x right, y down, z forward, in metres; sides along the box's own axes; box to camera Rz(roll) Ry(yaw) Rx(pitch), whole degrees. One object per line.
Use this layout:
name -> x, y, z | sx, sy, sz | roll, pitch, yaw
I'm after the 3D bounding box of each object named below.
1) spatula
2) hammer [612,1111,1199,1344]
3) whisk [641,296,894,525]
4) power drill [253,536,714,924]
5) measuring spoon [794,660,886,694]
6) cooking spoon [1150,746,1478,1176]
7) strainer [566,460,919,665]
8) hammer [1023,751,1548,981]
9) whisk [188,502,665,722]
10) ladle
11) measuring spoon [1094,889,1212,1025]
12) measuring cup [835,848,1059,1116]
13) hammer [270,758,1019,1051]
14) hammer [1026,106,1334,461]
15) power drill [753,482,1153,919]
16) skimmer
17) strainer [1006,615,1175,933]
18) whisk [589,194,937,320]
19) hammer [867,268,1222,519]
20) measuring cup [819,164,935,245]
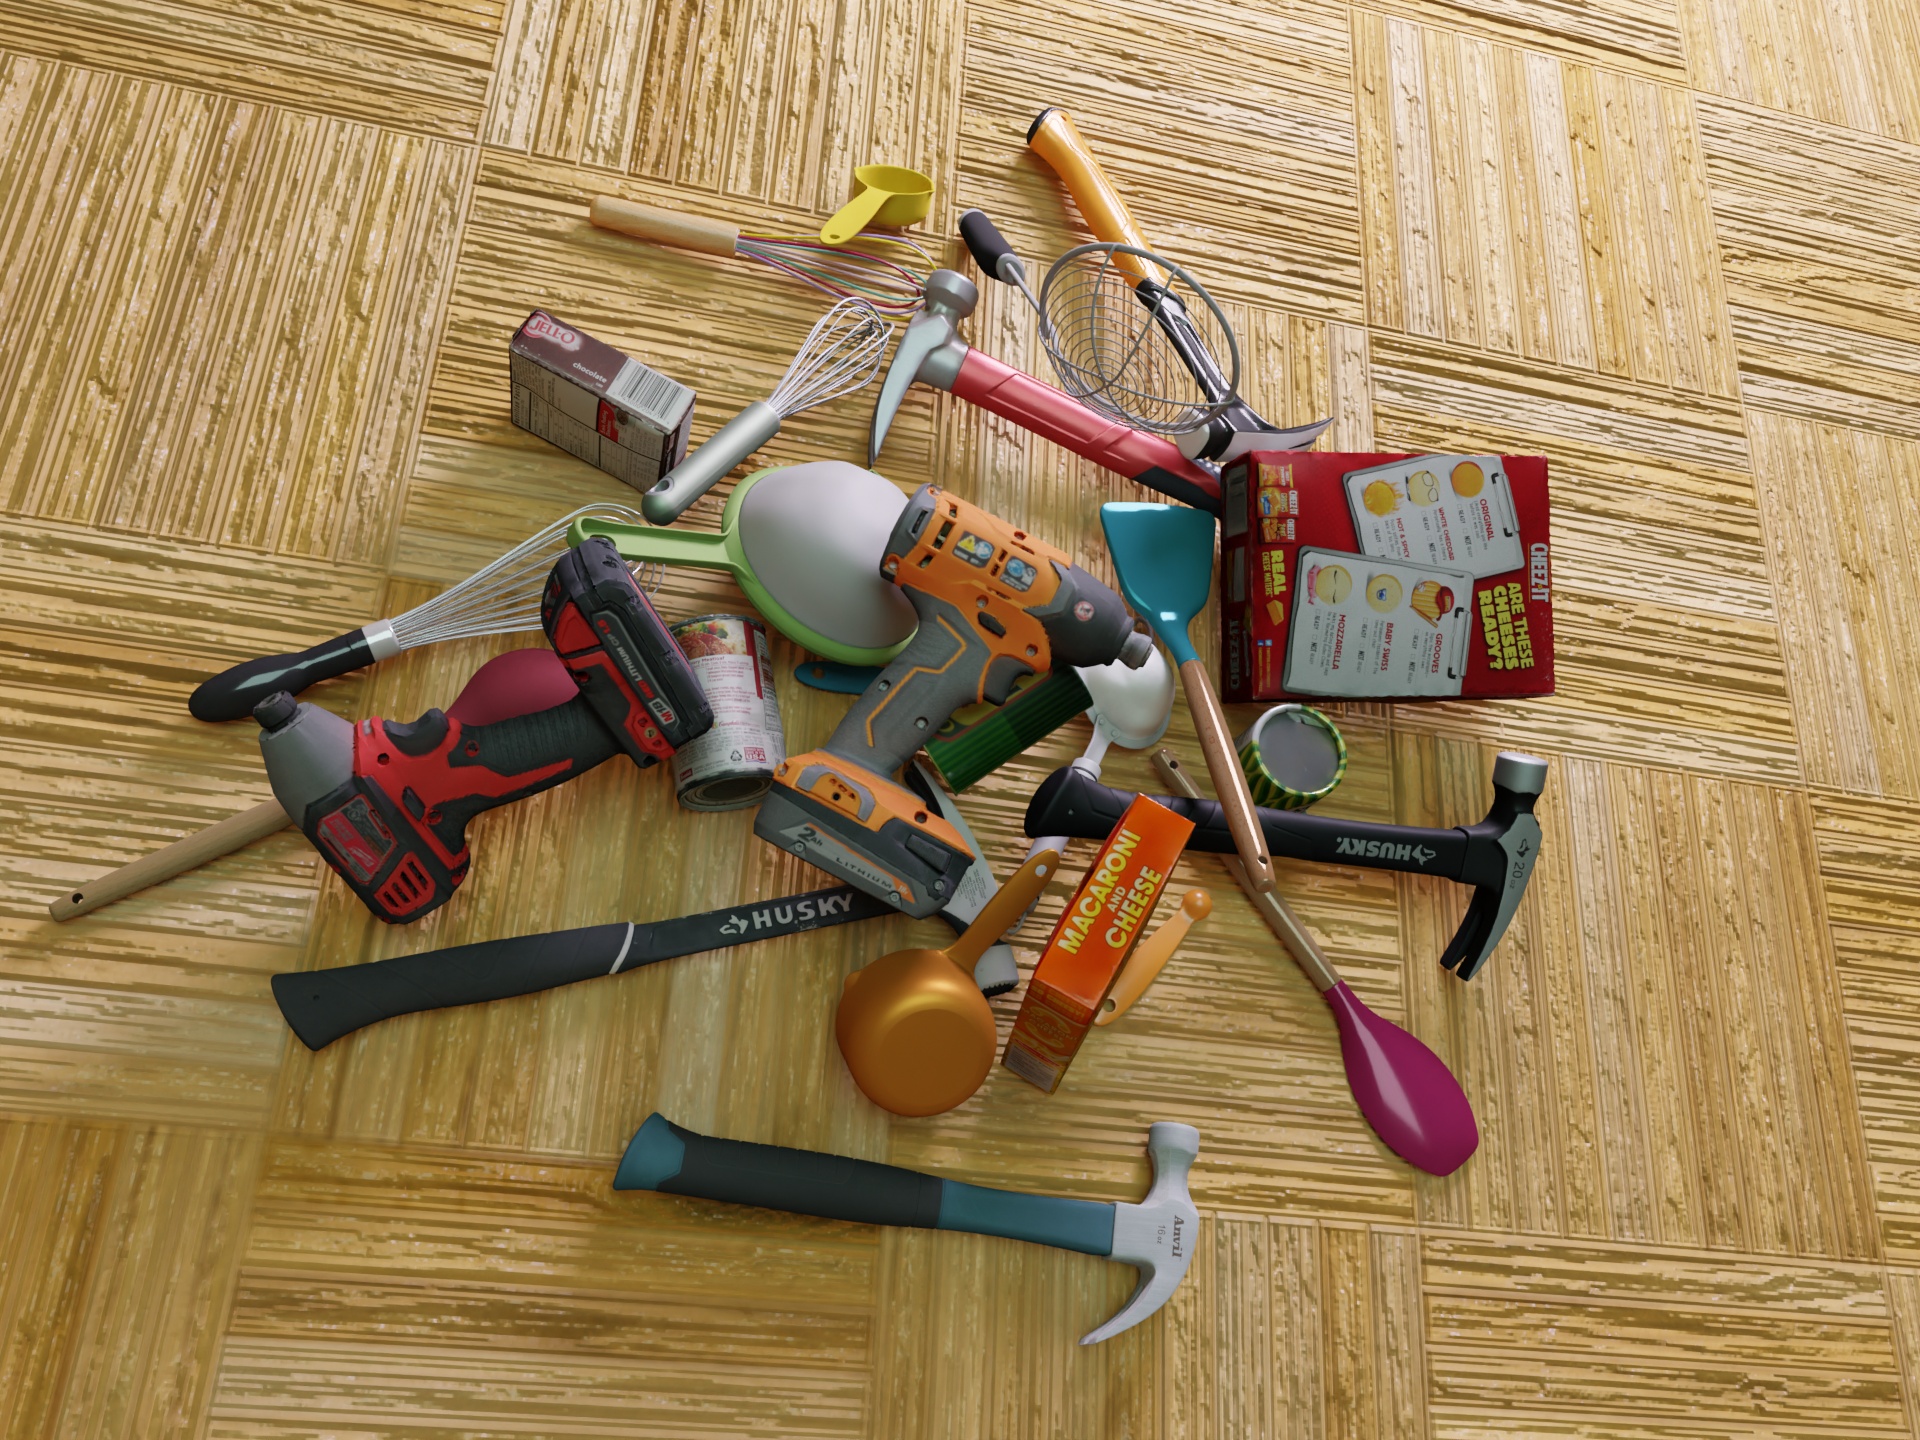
spatula -> 0.148, -0.023, 0.975 | 0.082, 0.044, 0.318 | 3, 42, -12
hammer -> -0.026, 0.267, 0.891 | 0.331, 0.033, 0.128 | 12, 65, -10
whisk -> -0.122, -0.200, 1.033 | 0.058, 0.059, 0.246 | 11, 46, 37
power drill -> -0.258, 0.002, 0.856 | 0.219, 0.079, 0.143 | -32, 119, -4
measuring spoon -> -0.041, -0.028, 1.011 | 0.128, 0.021, 0.042 | 5, 67, -15
cooking spoon -> 0.220, 0.148, 1.012 | 0.069, 0.017, 0.319 | -32, 80, -24
strainer -> -0.107, -0.113, 0.950 | 0.256, 0.069, 0.152 | 1, 58, -42
hammer -> 0.201, 0.076, 0.981 | 0.334, 0.035, 0.146 | 7, 99, -15
whisk -> -0.310, -0.060, 0.939 | 0.284, 0.070, 0.070 | -23, 76, -17
ladle -> -0.353, 0.036, 0.903 | 0.315, 0.031, 0.069 | -27, 77, -21
measuring spoon -> 0.120, 0.146, 0.989 | 0.021, 0.011, 0.117 | 44, 65, 5
measuring cup -> 0.004, 0.146, 0.891 | 0.095, 0.052, 0.173 | 38, 95, -21
hammer -> -0.174, 0.121, 0.910 | 0.409, 0.036, 0.149 | -9, 70, -18
hammer -> 0.139, -0.319, 1.143 | 0.127, 0.034, 0.337 | -8, 60, -35
power drill -> -0.001, -0.003, 0.905 | 0.164, 0.084, 0.226 | 27, 82, 3
skimmer -> 0.072, -0.283, 1.012 | 0.090, 0.127, 0.364 | -30, 34, 6
strainer -> 0.084, 0.027, 1.001 | 0.086, 0.050, 0.258 | 41, 59, -20
whisk -> -0.134, -0.322, 1.099 | 0.245, 0.047, 0.051 | 12, 54, -5
hammer -> 0.128, -0.164, 1.097 | 0.386, 0.038, 0.143 | 24, 80, -8
measuring cup -> -0.065, -0.346, 1.100 | 0.062, 0.029, 0.157 | 19, 40, 9
